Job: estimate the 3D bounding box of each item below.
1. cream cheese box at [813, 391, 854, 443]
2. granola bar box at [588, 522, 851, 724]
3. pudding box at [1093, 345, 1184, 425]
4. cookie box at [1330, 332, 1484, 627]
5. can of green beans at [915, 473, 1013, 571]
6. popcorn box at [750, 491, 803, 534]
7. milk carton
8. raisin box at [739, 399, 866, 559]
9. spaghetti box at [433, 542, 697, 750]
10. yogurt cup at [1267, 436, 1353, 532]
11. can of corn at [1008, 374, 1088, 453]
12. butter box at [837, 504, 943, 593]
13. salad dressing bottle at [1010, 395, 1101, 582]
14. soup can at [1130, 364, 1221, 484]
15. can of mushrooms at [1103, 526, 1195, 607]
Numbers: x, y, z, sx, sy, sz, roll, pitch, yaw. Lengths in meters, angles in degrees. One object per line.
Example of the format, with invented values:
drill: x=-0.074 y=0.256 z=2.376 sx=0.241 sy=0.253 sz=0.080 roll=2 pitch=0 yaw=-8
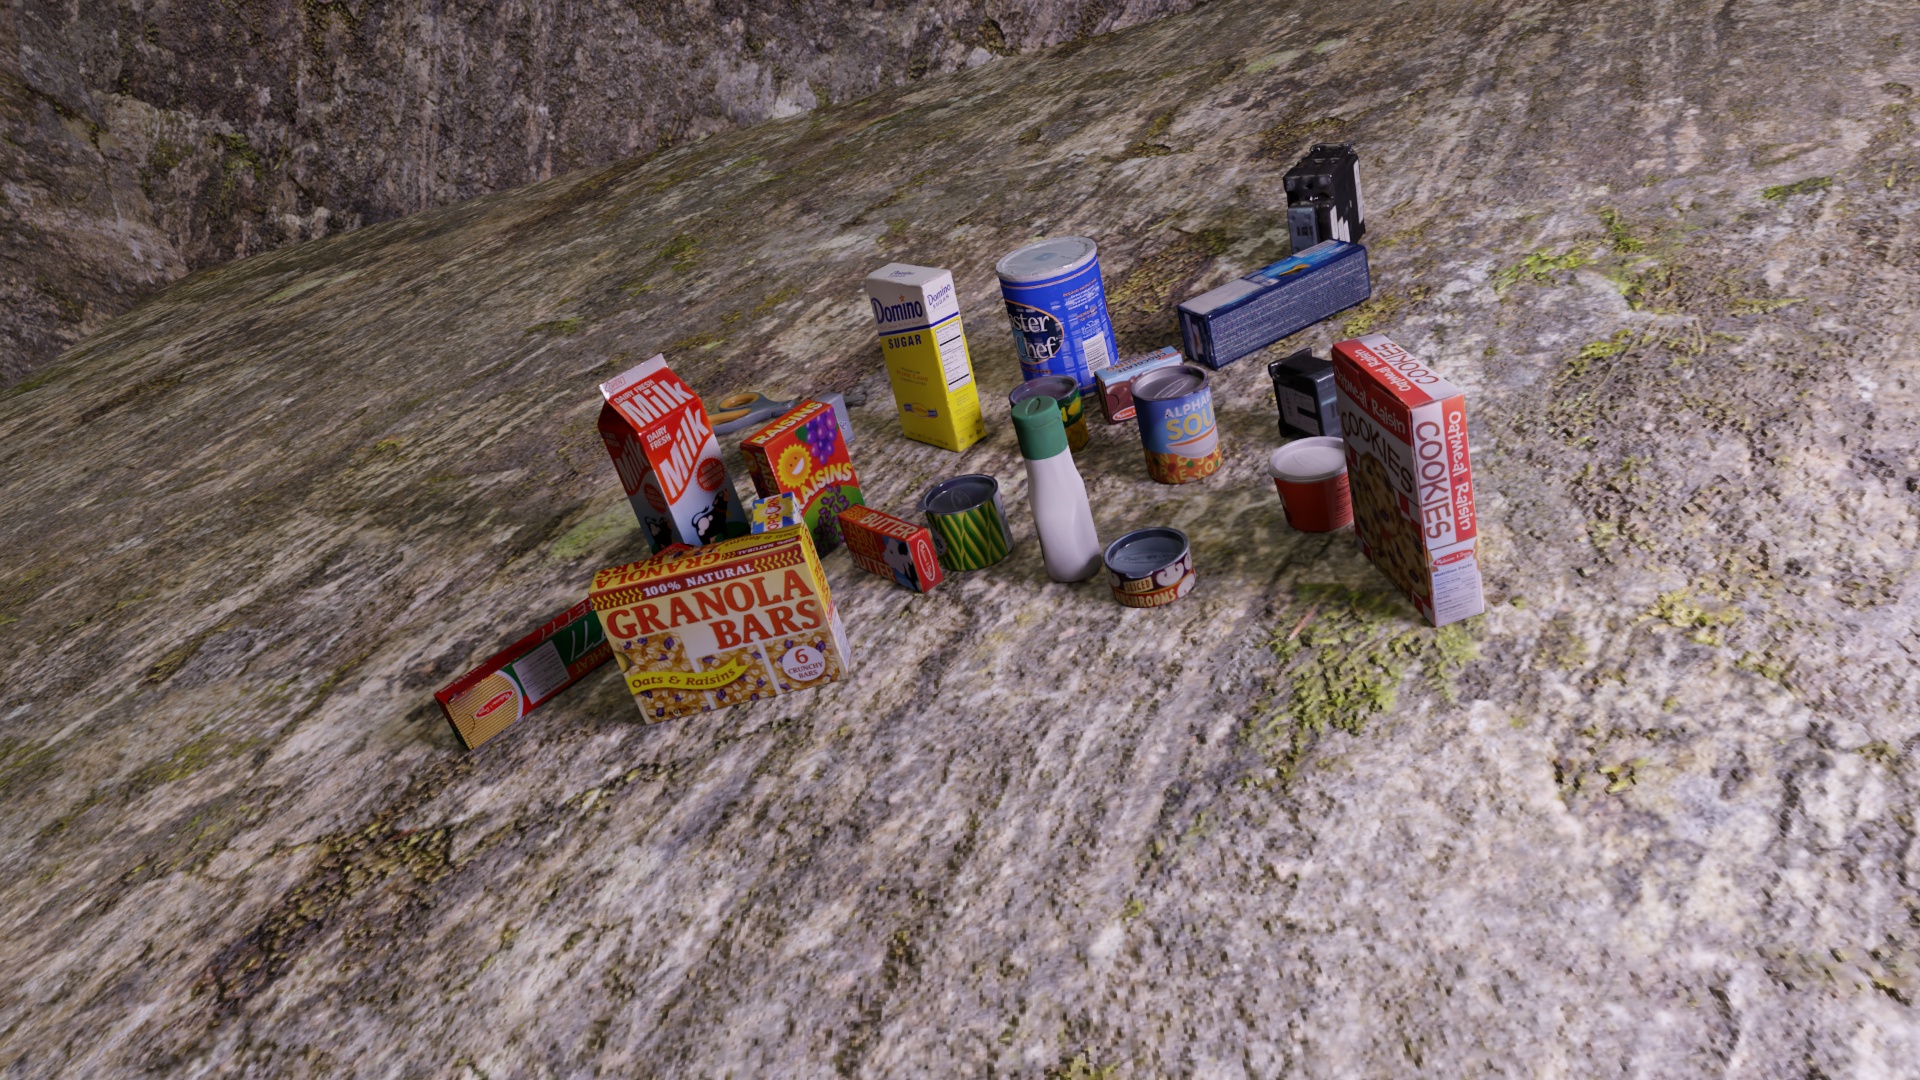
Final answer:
cream cheese box: x=-0.157 y=-0.106 z=1.423 sx=0.024 sy=0.053 sz=0.104 roll=14 pitch=40 yaw=44
granola bar box: x=-0.179 y=0.064 z=1.049 sx=0.165 sy=0.123 sz=0.039 roll=-13 pitch=28 yaw=5
pudding box: x=0.174 y=-0.149 z=1.331 sx=0.084 sy=0.049 sz=0.030 roll=-20 pitch=28 yaw=-7
cookie box: x=0.302 y=-0.043 z=0.946 sx=0.040 sy=0.166 sz=0.123 roll=-17 pitch=28 yaw=-2
can of green beans: x=0.006 y=-0.015 z=1.167 sx=0.071 sy=0.057 sz=0.071 roll=-13 pitch=28 yaw=7
popcorn box: x=-0.143 y=0.026 z=1.142 sx=0.038 sy=0.085 sz=0.127 roll=-16 pitch=28 yaw=1
milk carton: x=-0.267 y=-0.071 z=1.271 sx=0.073 sy=0.189 sz=0.073 roll=13 pitch=39 yaw=43
raisin box: x=-0.137 y=-0.051 z=1.237 sx=0.040 sy=0.123 sz=0.086 roll=13 pitch=39 yaw=43
spaghetti box: x=-0.318 y=0.083 z=1.167 sx=0.029 sy=0.050 sz=0.251 roll=14 pitch=40 yaw=44
yogurt cup: x=0.277 y=-0.042 z=1.078 sx=0.072 sy=0.053 sz=0.073 roll=-13 pitch=28 yaw=7
can of corn: x=0.083 y=-0.115 z=1.307 sx=0.071 sy=0.058 sz=0.071 roll=-13 pitch=28 yaw=7
butter box: x=-0.060 y=0.006 z=1.169 sx=0.024 sy=0.053 sz=0.103 roll=-33 pitch=32 yaw=-29
salad dressing bottle: x=0.074 y=-0.040 z=1.080 sx=0.044 sy=0.147 sz=0.064 roll=-6 pitch=29 yaw=19
soup can: x=0.189 y=-0.099 z=1.196 sx=0.071 sy=0.083 sz=0.072 roll=-13 pitch=28 yaw=7
can of mushrooms: x=0.143 y=0.021 z=1.054 sx=0.071 sy=0.033 sz=0.071 roll=-13 pitch=28 yaw=7
